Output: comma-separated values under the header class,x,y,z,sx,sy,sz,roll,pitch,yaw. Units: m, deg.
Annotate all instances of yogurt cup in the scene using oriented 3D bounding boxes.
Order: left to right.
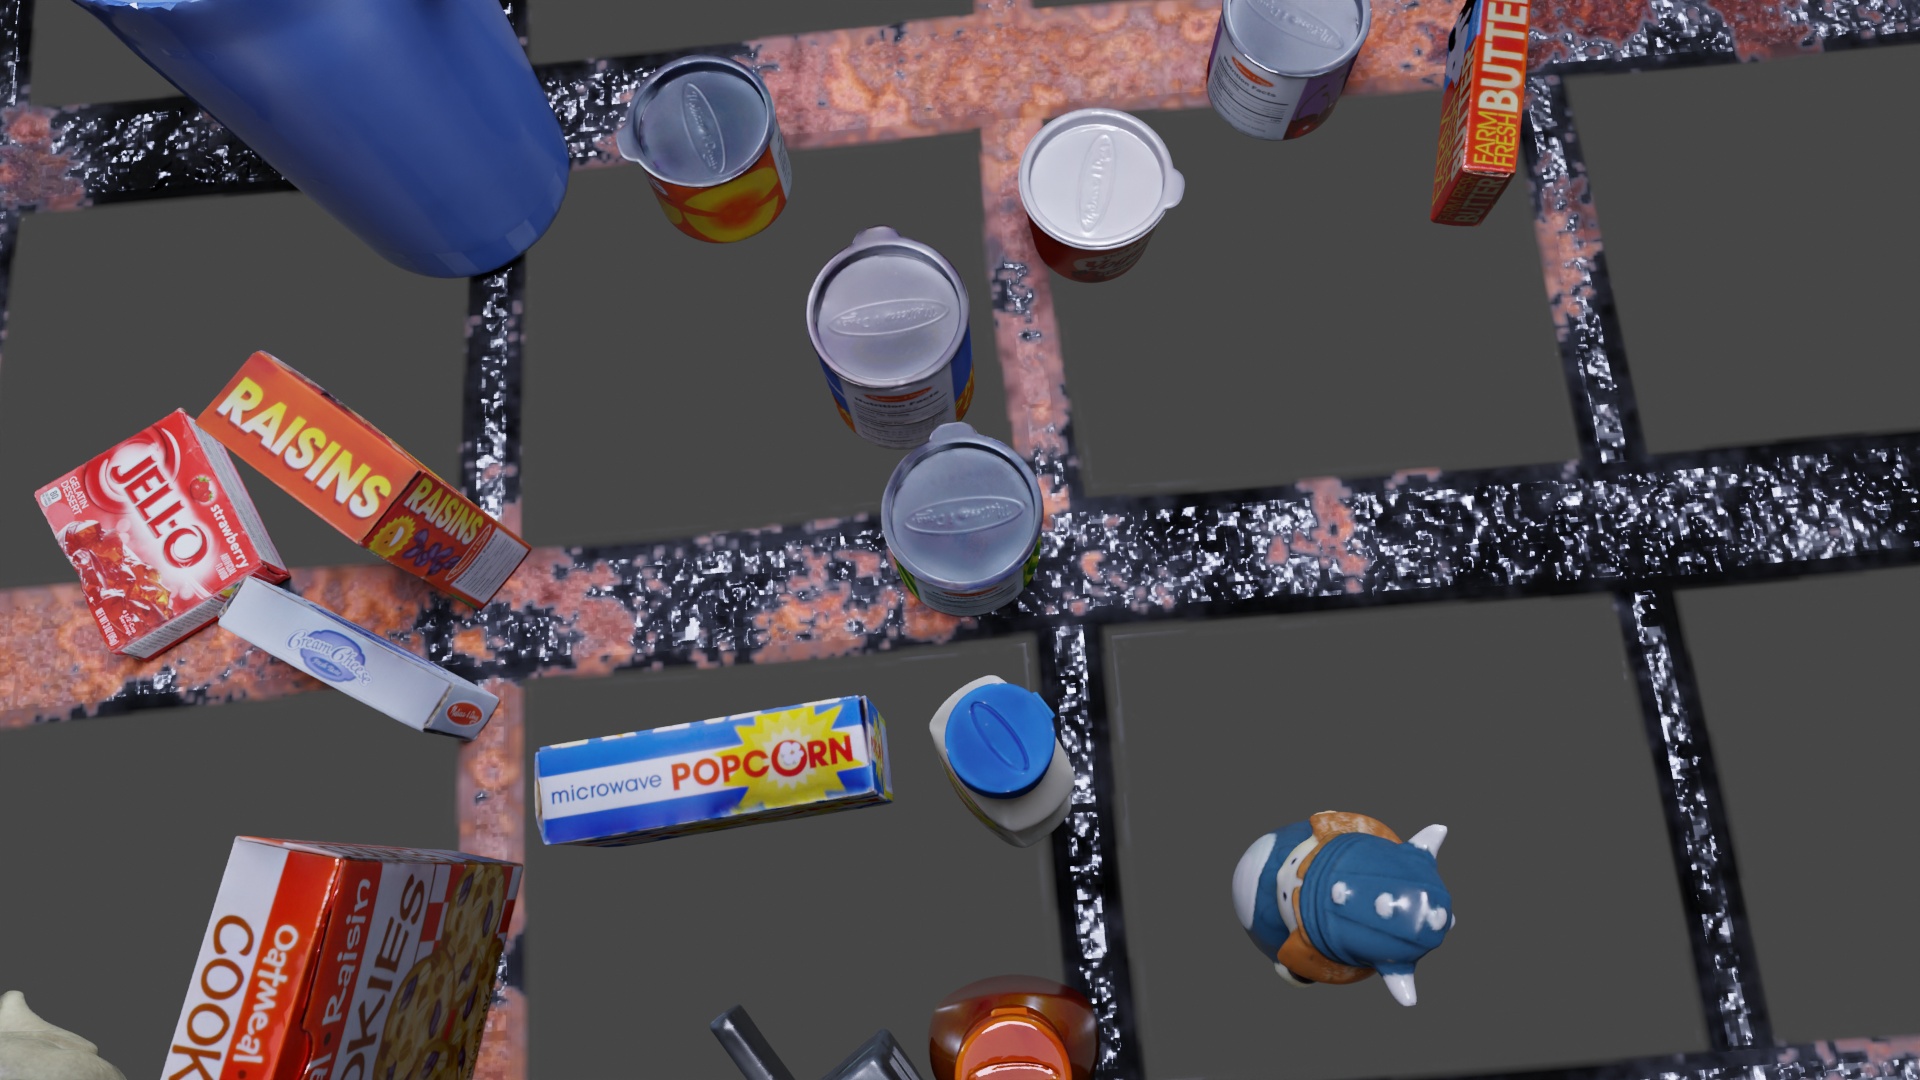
class,x,y,z,sx,sy,sz,roll,pitch,yaw
yogurt cup,0.060,-0.152,0.628,0.072,0.054,0.072,0,75,2

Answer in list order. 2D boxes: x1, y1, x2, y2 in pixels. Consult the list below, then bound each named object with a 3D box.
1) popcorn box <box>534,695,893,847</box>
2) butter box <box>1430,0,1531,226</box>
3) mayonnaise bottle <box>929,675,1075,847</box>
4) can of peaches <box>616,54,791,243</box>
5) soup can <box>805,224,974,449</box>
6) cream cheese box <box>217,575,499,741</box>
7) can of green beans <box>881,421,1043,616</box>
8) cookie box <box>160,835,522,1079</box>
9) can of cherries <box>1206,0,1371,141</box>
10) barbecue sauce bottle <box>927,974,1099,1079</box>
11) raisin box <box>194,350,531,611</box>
class,x,y,z,sx,sy,sz,roll,pitch,yaw
popcorn box,-0.093,0.094,0.552,0.127,0.085,0.038,-9,76,0
butter box,0.238,-0.201,0.635,0.024,0.053,0.104,9,76,5
mayonnaise bottle,0.015,0.081,0.519,0.041,0.147,0.065,-37,77,-7
can of peaches,-0.116,-0.178,0.639,0.071,0.058,0.071,0,75,2
soup can,-0.028,-0.085,0.598,0.071,0.083,0.071,-1,76,2
cream cheese box,-0.252,0.051,0.585,0.104,0.053,0.024,25,78,8
can of green beans,0.002,-0.005,0.589,0.071,0.057,0.071,0,75,2
cookie box,-0.214,0.172,0.493,0.040,0.167,0.123,9,76,5
can of cherries,0.152,-0.230,0.643,0.071,0.058,0.071,0,75,2
barbecue sauce bottle,0.019,0.180,0.492,0.065,0.148,0.044,-3,76,1
raisin box,-0.237,-0.020,0.568,0.086,0.123,0.040,35,80,10
